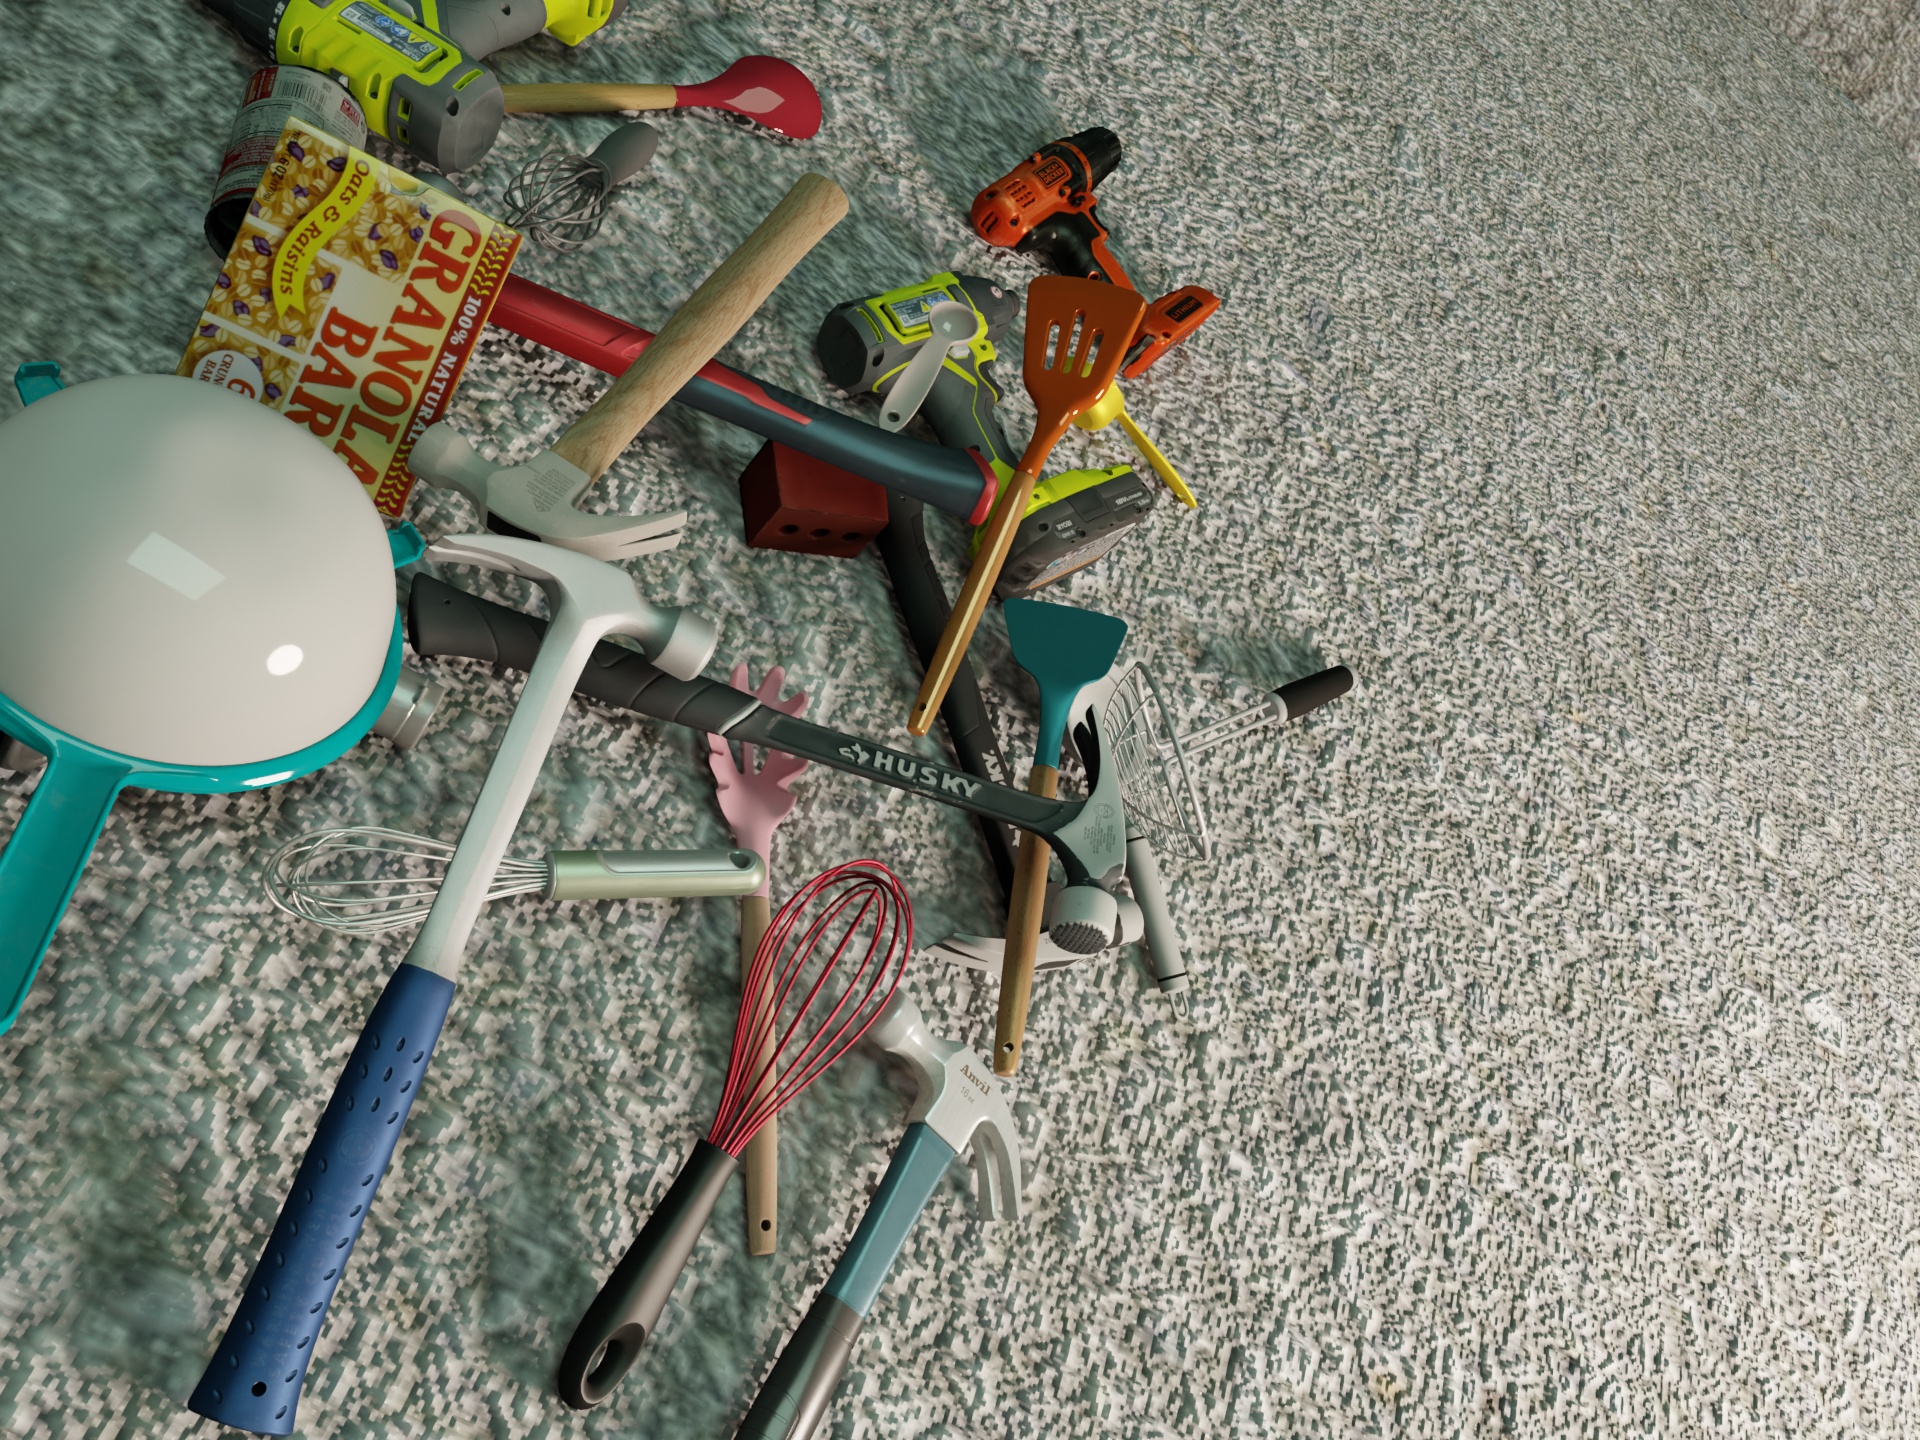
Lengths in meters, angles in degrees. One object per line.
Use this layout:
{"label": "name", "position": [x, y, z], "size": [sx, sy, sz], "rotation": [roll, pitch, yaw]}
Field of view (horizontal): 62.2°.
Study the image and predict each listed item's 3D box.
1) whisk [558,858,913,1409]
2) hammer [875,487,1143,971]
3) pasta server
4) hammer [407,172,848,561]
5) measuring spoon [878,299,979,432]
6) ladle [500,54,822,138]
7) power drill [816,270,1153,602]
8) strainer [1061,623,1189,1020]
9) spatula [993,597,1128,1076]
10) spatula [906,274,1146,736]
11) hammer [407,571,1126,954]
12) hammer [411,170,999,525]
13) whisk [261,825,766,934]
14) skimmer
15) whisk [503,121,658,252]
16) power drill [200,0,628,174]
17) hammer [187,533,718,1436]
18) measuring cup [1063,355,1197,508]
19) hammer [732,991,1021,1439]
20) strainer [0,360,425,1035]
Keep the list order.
{"label": "whisk", "position": [-0.109, 0.193, 0.780], "size": [0.073, 0.073, 0.296], "rotation": [37, 65, -14]}
{"label": "hammer", "position": [-0.002, -0.003, 0.992], "size": [0.146, 0.035, 0.335], "rotation": [-9, 72, -38]}
{"label": "pasta server", "position": [-0.108, 0.120, 0.853], "size": [0.060, 0.040, 0.316], "rotation": [4, 65, -19]}
{"label": "hammer", "position": [-0.154, -0.210, 0.897], "size": [0.130, 0.031, 0.331], "rotation": [33, 56, -1]}
{"label": "measuring spoon", "position": [-0.024, -0.224, 1.022], "size": [0.034, 0.018, 0.124], "rotation": [29, 60, -1]}
{"label": "ladle", "position": [-0.217, -0.419, 1.066], "size": [0.315, 0.031, 0.069], "rotation": [-19, 79, -38]}
{"label": "power drill", "position": [0.026, -0.205, 1.091], "size": [0.171, 0.080, 0.223], "rotation": [-27, 81, -40]}
{"label": "strainer", "position": [0.106, 0.067, 1.027], "size": [0.086, 0.050, 0.258], "rotation": [-2, 72, -49]}
{"label": "spatula", "position": [0.047, 0.057, 0.949], "size": [0.082, 0.044, 0.318], "rotation": [11, 64, -2]}
{"label": "spatula", "position": [0.030, -0.137, 0.989], "size": [0.081, 0.041, 0.323], "rotation": [16, 69, 17]}
{"label": "hammer", "position": [-0.099, 0.000, 0.862], "size": [0.409, 0.036, 0.149], "rotation": [19, 51, -9]}
{"label": "hammer", "position": [-0.163, -0.189, 0.924], "size": [0.386, 0.038, 0.143], "rotation": [22, 56, -9]}
{"label": "whisk", "position": [-0.211, 0.076, 0.784], "size": [0.246, 0.059, 0.058], "rotation": [2, 37, -29]}
{"label": "skimmer", "position": [0.206, -0.002, 1.065], "size": [0.363, 0.090, 0.127], "rotation": [-19, 89, -49]}
{"label": "whisk", "position": [-0.220, -0.332, 0.962], "size": [0.055, 0.055, 0.239], "rotation": [35, 28, -15]}
{"label": "power drill", "position": [-0.325, -0.445, 0.965], "size": [0.190, 0.080, 0.229], "rotation": [31, 53, 0]}
{"label": "hammer", "position": [-0.240, 0.101, 0.714], "size": [0.144, 0.035, 0.406], "rotation": [29, 66, -26]}
{"label": "measuring cup", "position": [0.121, -0.205, 1.182], "size": [0.156, 0.062, 0.029], "rotation": [45, 78, -23]}
{"label": "hammer", "position": [-0.066, 0.301, 0.783], "size": [0.128, 0.033, 0.331], "rotation": [46, 51, -18]}
{"label": "strainer", "position": [-0.333, -0.033, 0.652], "size": [0.210, 0.095, 0.341], "rotation": [25, 40, -25]}
